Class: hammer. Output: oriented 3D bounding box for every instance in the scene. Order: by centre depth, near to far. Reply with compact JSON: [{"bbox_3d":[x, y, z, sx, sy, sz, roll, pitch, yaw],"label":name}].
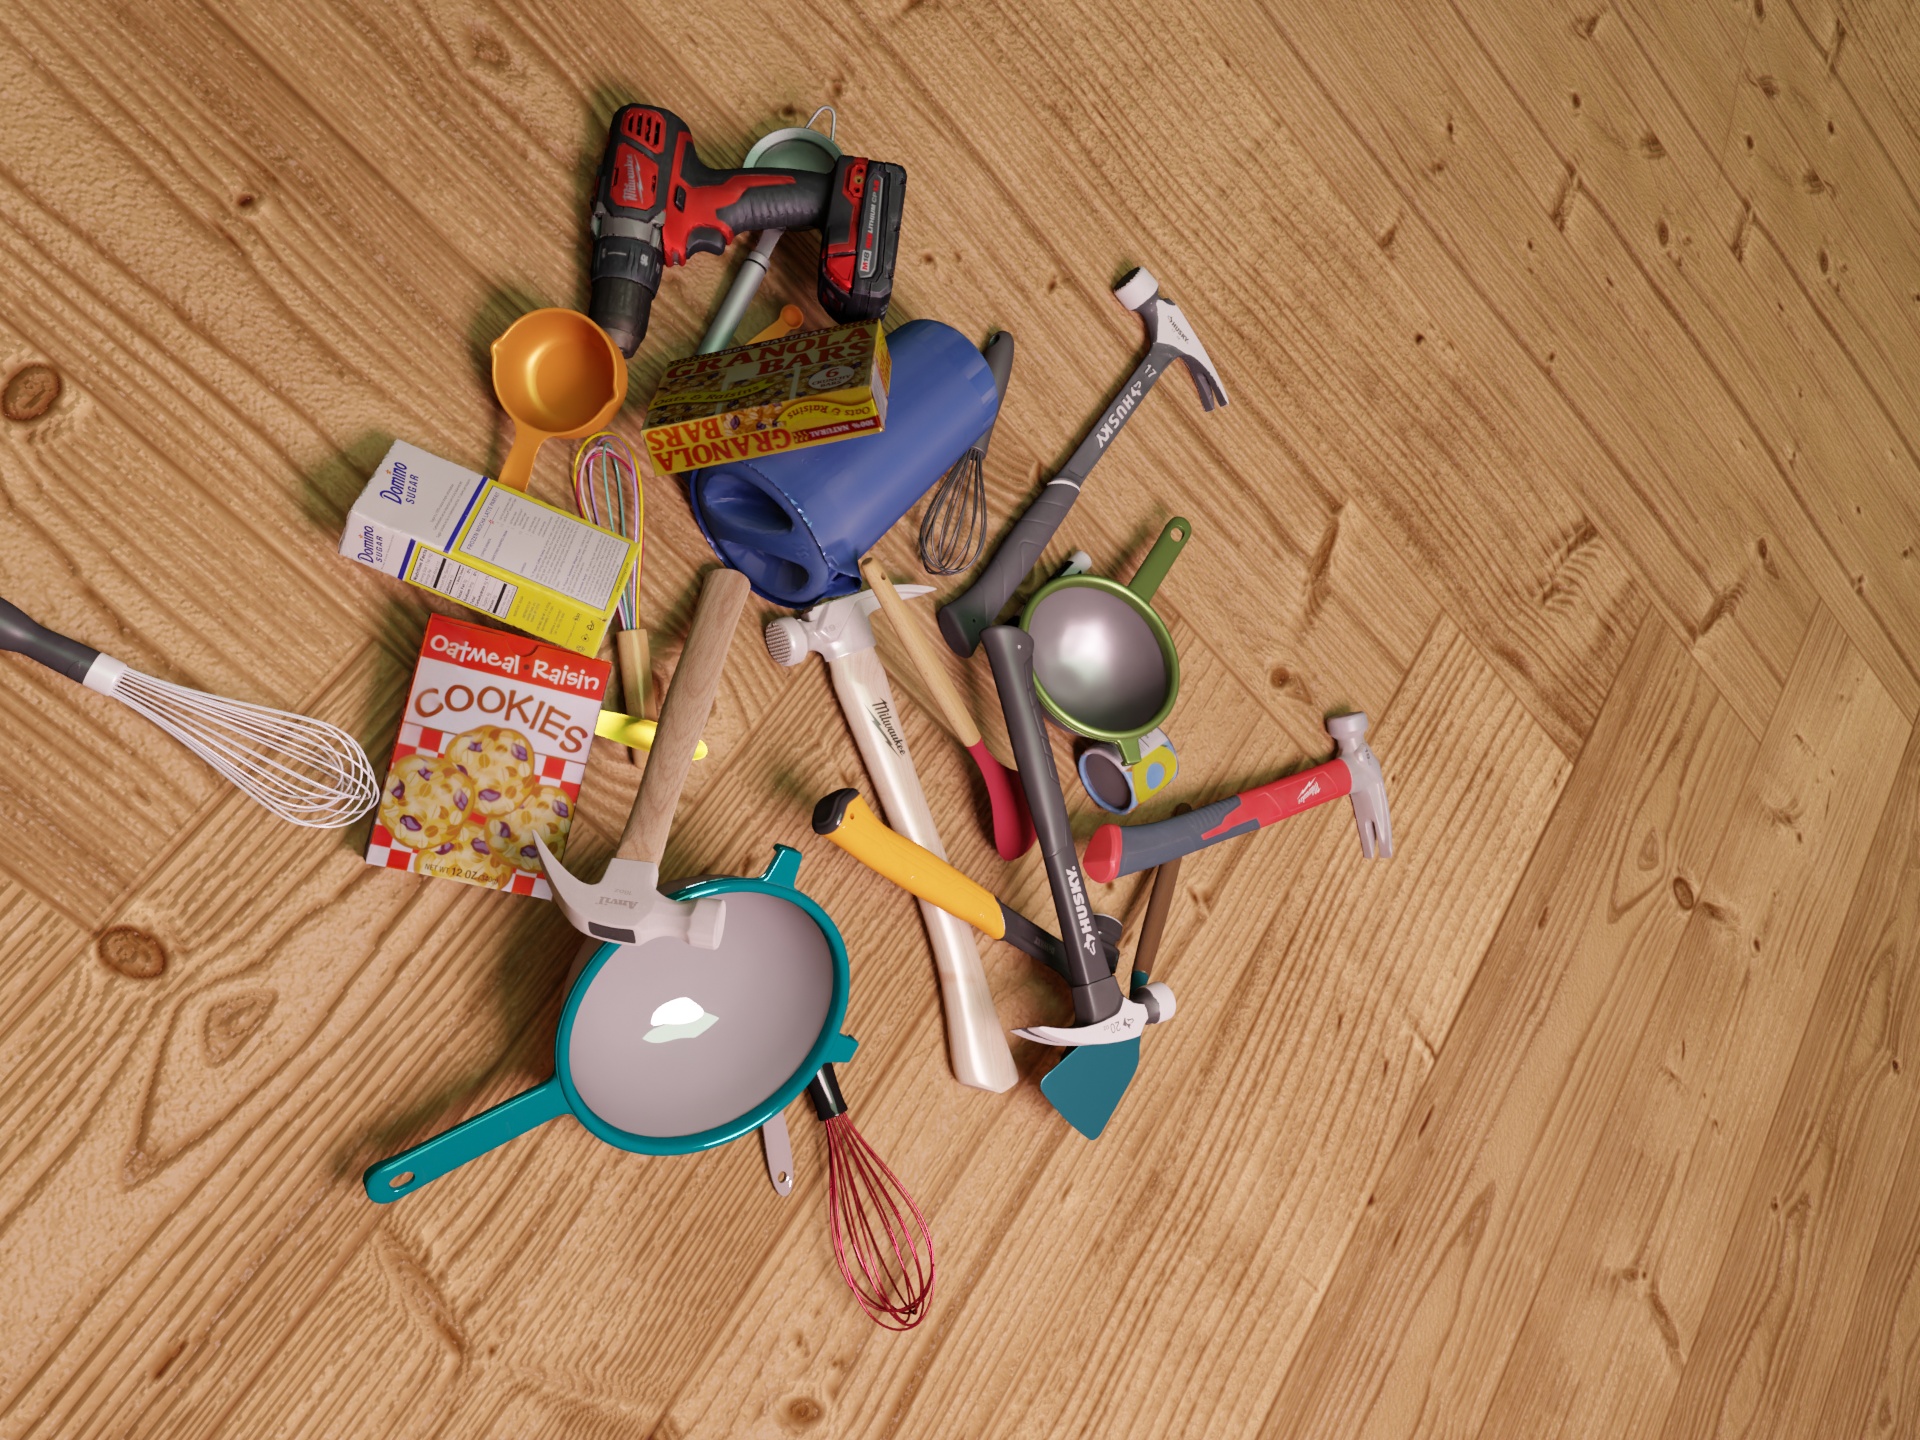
[{"bbox_3d":[-0.196,0.012,1.085,0.130,0.031,0.332,7,46,1],"label":"hammer"},{"bbox_3d":[0.009,0.150,1.228,0.336,0.034,0.127,37,56,-37],"label":"hammer"},{"bbox_3d":[0.068,0.088,1.231,0.146,0.035,0.335,-11,84,-40],"label":"hammer"},{"bbox_3d":[-0.025,0.096,1.263,0.146,0.038,0.410,-21,96,-34],"label":"hammer"},{"bbox_3d":[0.102,-0.212,1.384,0.149,0.036,0.409,45,64,-21],"label":"hammer"},{"bbox_3d":[0.255,0.096,1.408,0.386,0.038,0.143,-15,93,-41],"label":"hammer"}]

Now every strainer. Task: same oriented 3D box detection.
[{"bbox_3d":[-0.243,0.212,1.076,0.340,0.095,0.210,-25,124,-20],"label":"strainer"},{"bbox_3d":[-0.156,-0.362,1.239,0.087,0.050,0.258,24,76,0],"label":"strainer"},{"bbox_3d":[0.129,-0.079,1.367,0.151,0.069,0.256,38,56,-6],"label":"strainer"}]

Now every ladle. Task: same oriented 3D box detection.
[{"bbox_3d":[-0.002,-0.004,1.226,0.315,0.031,0.069,60,43,-36],"label":"ladle"}]

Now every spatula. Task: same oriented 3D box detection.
[{"bbox_3d":[0.146,0.192,1.327,0.082,0.044,0.318,49,44,-29],"label":"spatula"}]

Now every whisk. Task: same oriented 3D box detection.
[{"bbox_3d":[-0.491,-0.013,0.972,0.284,0.070,0.070,30,69,-20],"label":"whisk"},{"bbox_3d":[-0.244,-0.086,1.151,0.047,0.051,0.245,-8,92,-12],"label":"whisk"},{"bbox_3d":[-0.087,0.312,1.185,0.073,0.073,0.296,-19,87,-32],"label":"whisk"},{"bbox_3d":[0.012,-0.225,1.322,0.055,0.055,0.239,25,67,-27],"label":"whisk"}]

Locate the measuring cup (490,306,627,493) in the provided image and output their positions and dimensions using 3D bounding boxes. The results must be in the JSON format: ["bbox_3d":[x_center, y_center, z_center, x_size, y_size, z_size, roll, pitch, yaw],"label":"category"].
[{"bbox_3d":[-0.295,-0.204,1.125,0.095,0.052,0.173,22,96,1],"label":"measuring cup"}]

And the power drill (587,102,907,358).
[{"bbox_3d":[-0.163,-0.346,1.179,0.226,0.080,0.188,8,82,-7],"label":"power drill"}]

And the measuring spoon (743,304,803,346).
[{"bbox_3d":[-0.164,-0.285,1.242,0.021,0.011,0.117,48,66,-19],"label":"measuring spoon"}]

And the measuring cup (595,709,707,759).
[{"bbox_3d":[-0.255,0.001,1.124,0.156,0.029,0.062,18,86,-25],"label":"measuring cup"}]

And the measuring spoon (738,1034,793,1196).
[{"bbox_3d":[-0.143,0.292,1.177,0.034,0.018,0.124,-15,98,-40],"label":"measuring spoon"}]
